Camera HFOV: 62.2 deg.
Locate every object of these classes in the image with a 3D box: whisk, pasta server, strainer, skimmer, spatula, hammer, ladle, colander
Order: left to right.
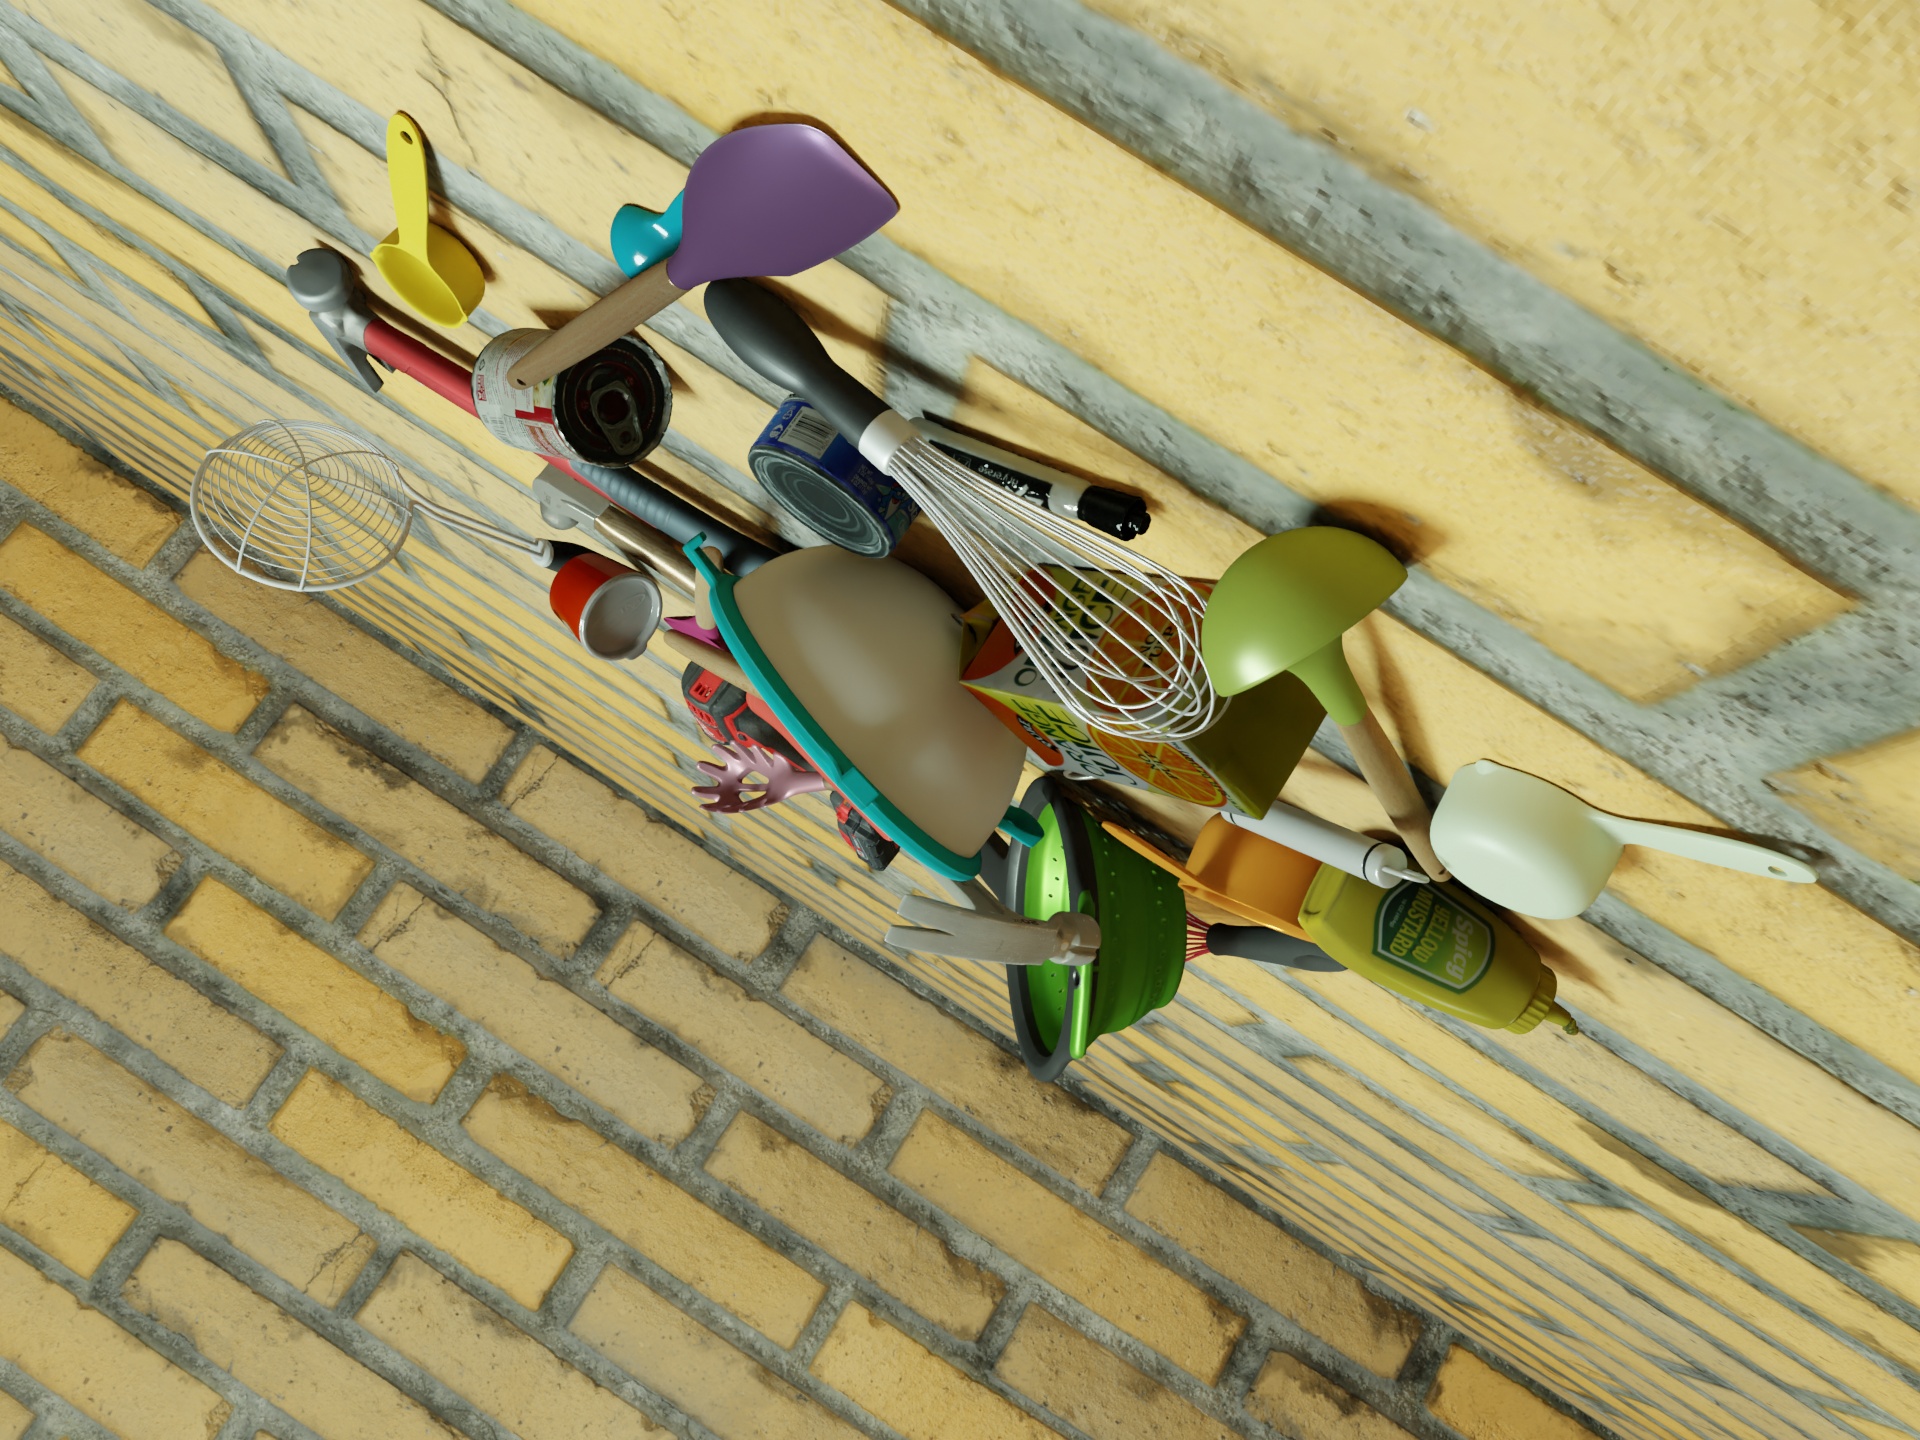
[{"bbox_3d":[-0.356,-0.119,1.117,0.363,0.090,0.127,19,-135,-63],"label":"skimmer"},{"bbox_3d":[-0.248,-0.166,1.019,0.386,0.038,0.143,32,167,7],"label":"hammer"},{"bbox_3d":[-0.129,-0.181,0.663,0.059,0.018,0.316,37,156,-27],"label":"spatula"},{"bbox_3d":[-0.157,-0.079,1.123,0.331,0.031,0.130,34,167,-6],"label":"hammer"},{"bbox_3d":[-0.110,-0.002,1.016,0.318,0.044,0.082,26,175,45],"label":"spatula"},{"bbox_3d":[-0.086,0.043,1.212,0.316,0.060,0.040,-4,160,40],"label":"pasta server"},{"bbox_3d":[-0.062,0.051,1.030,0.149,0.036,0.359,14,-163,-38],"label":"hammer"},{"bbox_3d":[-0.006,-0.091,0.636,0.285,0.070,0.070,42,169,16],"label":"whisk"},{"bbox_3d":[-0.001,-0.003,0.902,0.211,0.095,0.340,54,-170,32],"label":"strainer"},{"bbox_3d":[0.081,0.127,1.162,0.094,0.204,0.397,1,-171,-11],"label":"colander"},{"bbox_3d":[0.173,0.156,1.140,0.073,0.073,0.296,40,158,-24],"label":"whisk"},{"bbox_3d":[0.136,0.039,0.795,0.086,0.050,0.259,18,-176,-34],"label":"strainer"},{"bbox_3d":[0.175,0.016,0.661,0.319,0.078,0.062,44,-165,-52],"label":"ladle"}]

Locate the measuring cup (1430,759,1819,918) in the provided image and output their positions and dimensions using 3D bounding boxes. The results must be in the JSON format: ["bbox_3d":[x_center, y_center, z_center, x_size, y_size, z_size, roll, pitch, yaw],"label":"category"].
[{"bbox_3d":[0.260,0.059,0.641,0.083,0.038,0.168,40,167,-26],"label":"measuring cup"}]

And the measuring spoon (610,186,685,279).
[{"bbox_3d":[-0.116,-0.197,0.647,0.042,0.021,0.129,39,166,-23],"label":"measuring spoon"}]

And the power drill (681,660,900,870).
[{"bbox_3d":[-0.136,0.031,1.363,0.220,0.078,0.143,33,165,13],"label":"power drill"}]

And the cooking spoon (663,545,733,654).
[{"bbox_3d":[-0.166,-0.072,1.045,0.068,0.017,0.319,33,169,-4],"label":"cooking spoon"}]

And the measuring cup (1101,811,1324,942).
[{"bbox_3d":[0.142,0.068,0.857,0.173,0.052,0.095,31,170,-37],"label":"measuring cup"}]

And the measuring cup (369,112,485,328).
[{"bbox_3d":[-0.268,-0.257,0.802,0.062,0.029,0.156,33,154,-1],"label":"measuring cup"}]
